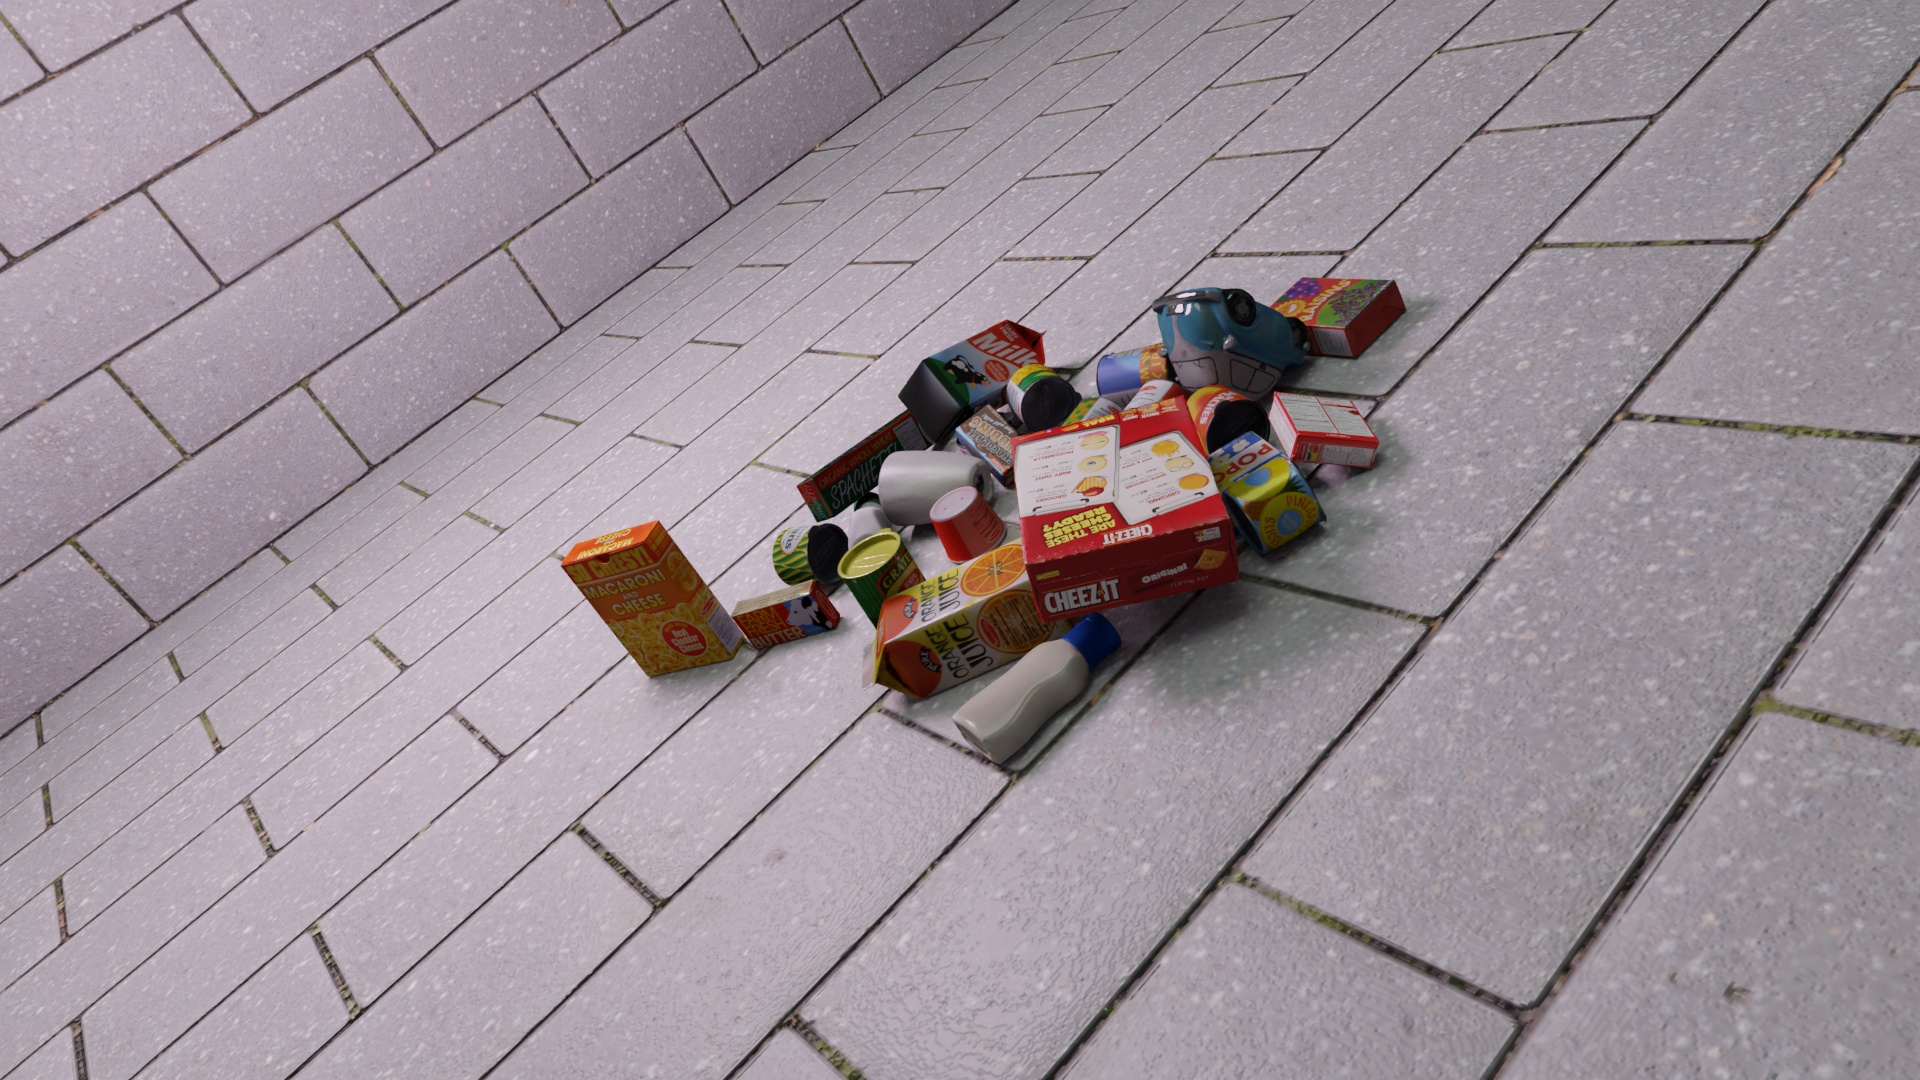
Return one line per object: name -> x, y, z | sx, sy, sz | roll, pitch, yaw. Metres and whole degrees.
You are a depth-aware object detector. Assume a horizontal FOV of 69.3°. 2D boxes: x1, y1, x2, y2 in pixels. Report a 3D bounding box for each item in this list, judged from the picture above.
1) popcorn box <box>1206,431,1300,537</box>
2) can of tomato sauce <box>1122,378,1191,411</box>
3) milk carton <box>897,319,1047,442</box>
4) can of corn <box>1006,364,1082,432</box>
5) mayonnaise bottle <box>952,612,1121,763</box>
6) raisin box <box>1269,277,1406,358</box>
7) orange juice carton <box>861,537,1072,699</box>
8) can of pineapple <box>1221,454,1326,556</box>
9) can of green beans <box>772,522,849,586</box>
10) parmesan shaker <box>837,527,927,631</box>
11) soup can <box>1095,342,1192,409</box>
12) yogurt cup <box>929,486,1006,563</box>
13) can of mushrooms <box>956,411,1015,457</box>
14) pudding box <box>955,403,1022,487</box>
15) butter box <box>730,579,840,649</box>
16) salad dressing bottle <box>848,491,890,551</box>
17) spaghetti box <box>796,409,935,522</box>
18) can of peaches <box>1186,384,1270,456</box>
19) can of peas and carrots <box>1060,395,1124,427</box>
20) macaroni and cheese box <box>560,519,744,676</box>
popcorn box -> 0.230, -0.039, 1.231 | 0.127, 0.038, 0.085 | -32, 29, -2
can of tomato sauce -> 0.187, -0.106, 1.360 | 0.071, 0.071, 0.083 | 2, 42, 46
milk carton -> 0.026, -0.191, 1.595 | 0.191, 0.073, 0.072 | -32, -12, -41
can of corn -> 0.092, -0.157, 1.538 | 0.071, 0.071, 0.058 | -32, 27, -2
mayonnaise bottle -> 0.066, 0.117, 1.134 | 0.148, 0.041, 0.065 | -38, 29, -16
raisin box -> 0.372, -0.227, 1.404 | 0.086, 0.040, 0.123 | -43, 31, -20
orange juice carton -> -0.004, 0.076, 1.235 | 0.192, 0.072, 0.072 | -25, 29, 12
can of pineapple -> 0.260, -0.028, 1.155 | 0.058, 0.070, 0.071 | -32, 27, -1
can of green beans -> -0.160, 0.016, 1.497 | 0.057, 0.071, 0.071 | -5, 37, 41
parmesan shaker -> -0.060, 0.049, 1.302 | 0.071, 0.102, 0.071 | -24, 29, 14
soup can -> 0.194, -0.173, 1.457 | 0.083, 0.071, 0.072 | -9, 34, 35
yogurt cup -> 0.005, -0.018, 1.403 | 0.072, 0.053, 0.073 | -24, 29, 14
can of mushrooms -> 0.034, -0.113, 1.554 | 0.071, 0.033, 0.071 | -24, 27, 13
pudding box -> 0.039, -0.102, 1.493 | 0.050, 0.030, 0.084 | -38, 62, -9
butter box -> -0.180, 0.077, 1.430 | 0.103, 0.053, 0.024 | -17, 33, 27
salad dressing bottle -> -0.097, -0.013, 1.494 | 0.044, 0.064, 0.148 | -16, 20, 2
spaghetti box -> -0.092, -0.096, 1.569 | 0.028, 0.050, 0.251 | -19, 14, 41
can of peaches -> 0.246, -0.109, 1.299 | 0.071, 0.071, 0.058 | -33, 26, -4
can of peas and carrots -> 0.133, -0.102, 1.407 | 0.071, 0.070, 0.059 | 0, 41, 45
macaroni and cheese box -> -0.325, 0.065, 1.470 | 0.123, 0.166, 0.040 | -14, 32, 30
